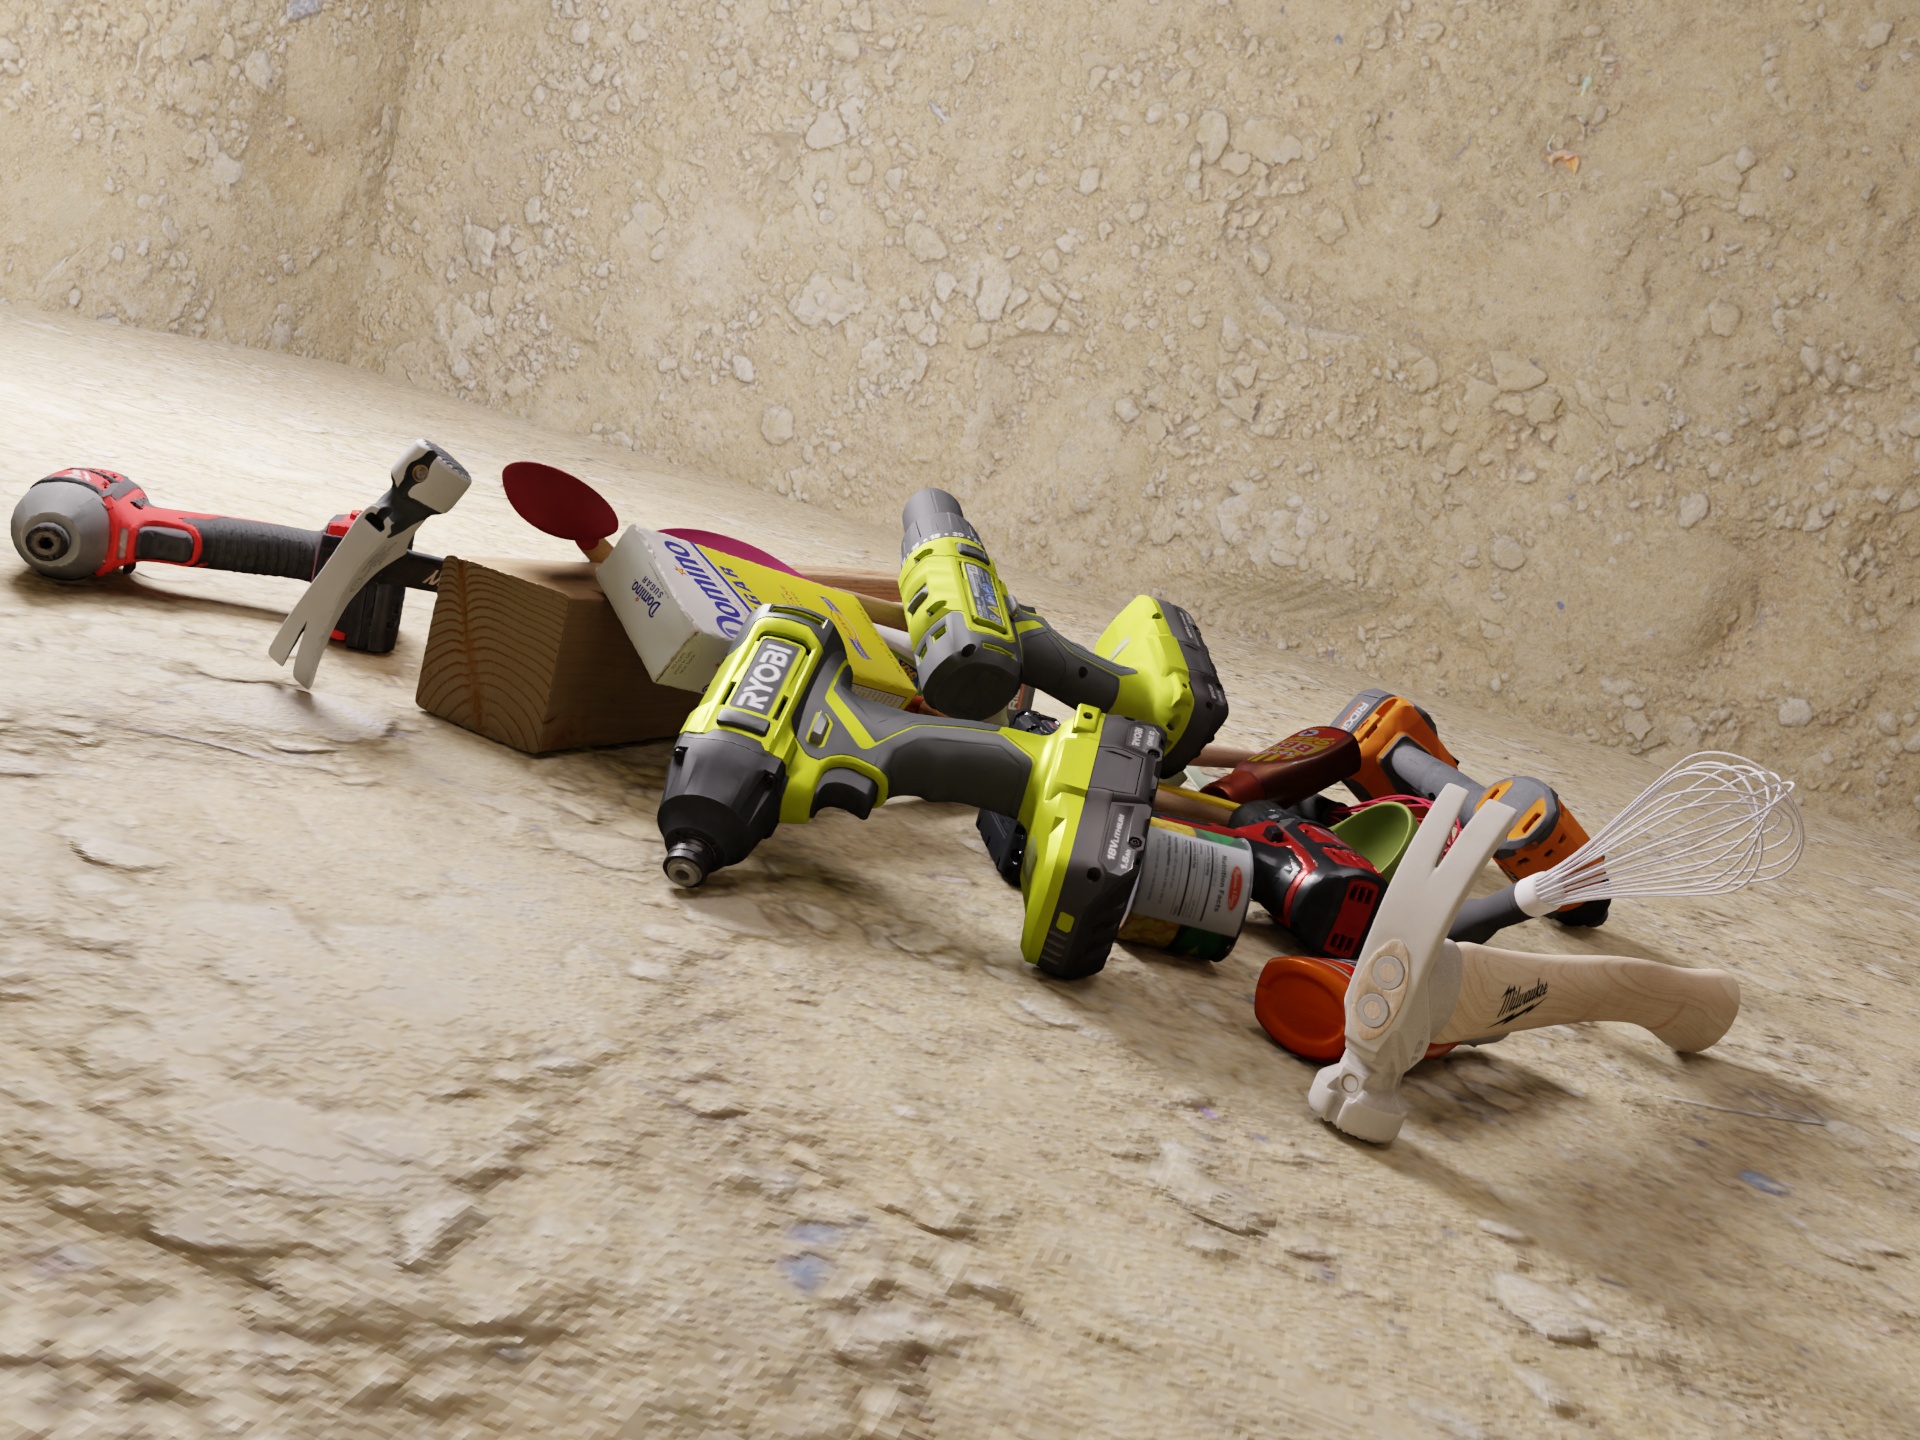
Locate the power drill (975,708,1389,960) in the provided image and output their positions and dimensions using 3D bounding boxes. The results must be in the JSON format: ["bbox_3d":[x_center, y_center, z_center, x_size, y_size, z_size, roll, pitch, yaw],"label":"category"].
[{"bbox_3d":[0.129,0.066,0.950,0.226,0.080,0.188,17,10,-11],"label":"power drill"}]

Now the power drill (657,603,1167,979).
[{"bbox_3d":[-0.024,0.037,0.763,0.223,0.080,0.171,16,43,4],"label":"power drill"}]

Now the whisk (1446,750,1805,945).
[{"bbox_3d":[0.335,0.084,0.862,0.070,0.070,0.284,13,-25,-17],"label":"whisk"}]

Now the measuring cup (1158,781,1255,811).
[{"bbox_3d":[0.125,0.055,1.087,0.156,0.029,0.062,14,6,19],"label":"measuring cup"}]

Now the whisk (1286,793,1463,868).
[{"bbox_3d":[0.295,0.077,1.204,0.073,0.073,0.296,13,4,-15],"label":"whisk"}]

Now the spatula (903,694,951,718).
[{"bbox_3d":[-0.002,-0.003,1.036,0.322,0.041,0.081,29,19,1],"label":"spatula"}]

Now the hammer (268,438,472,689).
[{"bbox_3d":[-0.295,-0.079,1.021,0.036,0.149,0.409,41,4,6],"label":"hammer"}]

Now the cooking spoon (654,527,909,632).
[{"bbox_3d":[-0.064,-0.074,1.044,0.318,0.017,0.069,12,35,-41],"label":"cooking spoon"}]

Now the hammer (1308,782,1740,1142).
[{"bbox_3d":[0.308,0.124,0.780,0.410,0.146,0.038,12,11,-47],"label":"hammer"}]

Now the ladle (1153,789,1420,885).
[{"bbox_3d":[0.164,0.057,1.109,0.320,0.078,0.062,17,-34,27],"label":"ladle"}]

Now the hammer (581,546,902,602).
[{"bbox_3d":[-0.128,-0.113,1.273,0.331,0.031,0.130,3,5,-21],"label":"hammer"}]

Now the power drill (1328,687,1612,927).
[{"bbox_3d":[0.394,0.075,1.219,0.164,0.084,0.227,42,-1,-35],"label":"power drill"}]

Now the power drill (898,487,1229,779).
[{"bbox_3d":[0.059,-0.061,1.078,0.228,0.080,0.191,20,38,-30],"label":"power drill"}]

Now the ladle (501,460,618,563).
[{"bbox_3d":[-0.234,-0.113,1.012,0.069,0.031,0.315,21,-5,-2],"label":"ladle"}]

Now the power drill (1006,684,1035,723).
[{"bbox_3d":[-0.070,-0.056,1.297,0.226,0.084,0.185,7,11,-20],"label":"power drill"}]

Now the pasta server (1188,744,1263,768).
[{"bbox_3d":[0.206,0.022,1.235,0.316,0.040,0.060,5,-27,-43],"label":"pasta server"}]

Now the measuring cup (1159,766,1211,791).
[{"bbox_3d":[0.168,0.050,1.232,0.083,0.038,0.168,8,29,-34],"label":"measuring cup"}]

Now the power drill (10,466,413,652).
[{"bbox_3d":[-0.454,-0.104,0.975,0.219,0.078,0.143,9,11,-19],"label":"power drill"}]
